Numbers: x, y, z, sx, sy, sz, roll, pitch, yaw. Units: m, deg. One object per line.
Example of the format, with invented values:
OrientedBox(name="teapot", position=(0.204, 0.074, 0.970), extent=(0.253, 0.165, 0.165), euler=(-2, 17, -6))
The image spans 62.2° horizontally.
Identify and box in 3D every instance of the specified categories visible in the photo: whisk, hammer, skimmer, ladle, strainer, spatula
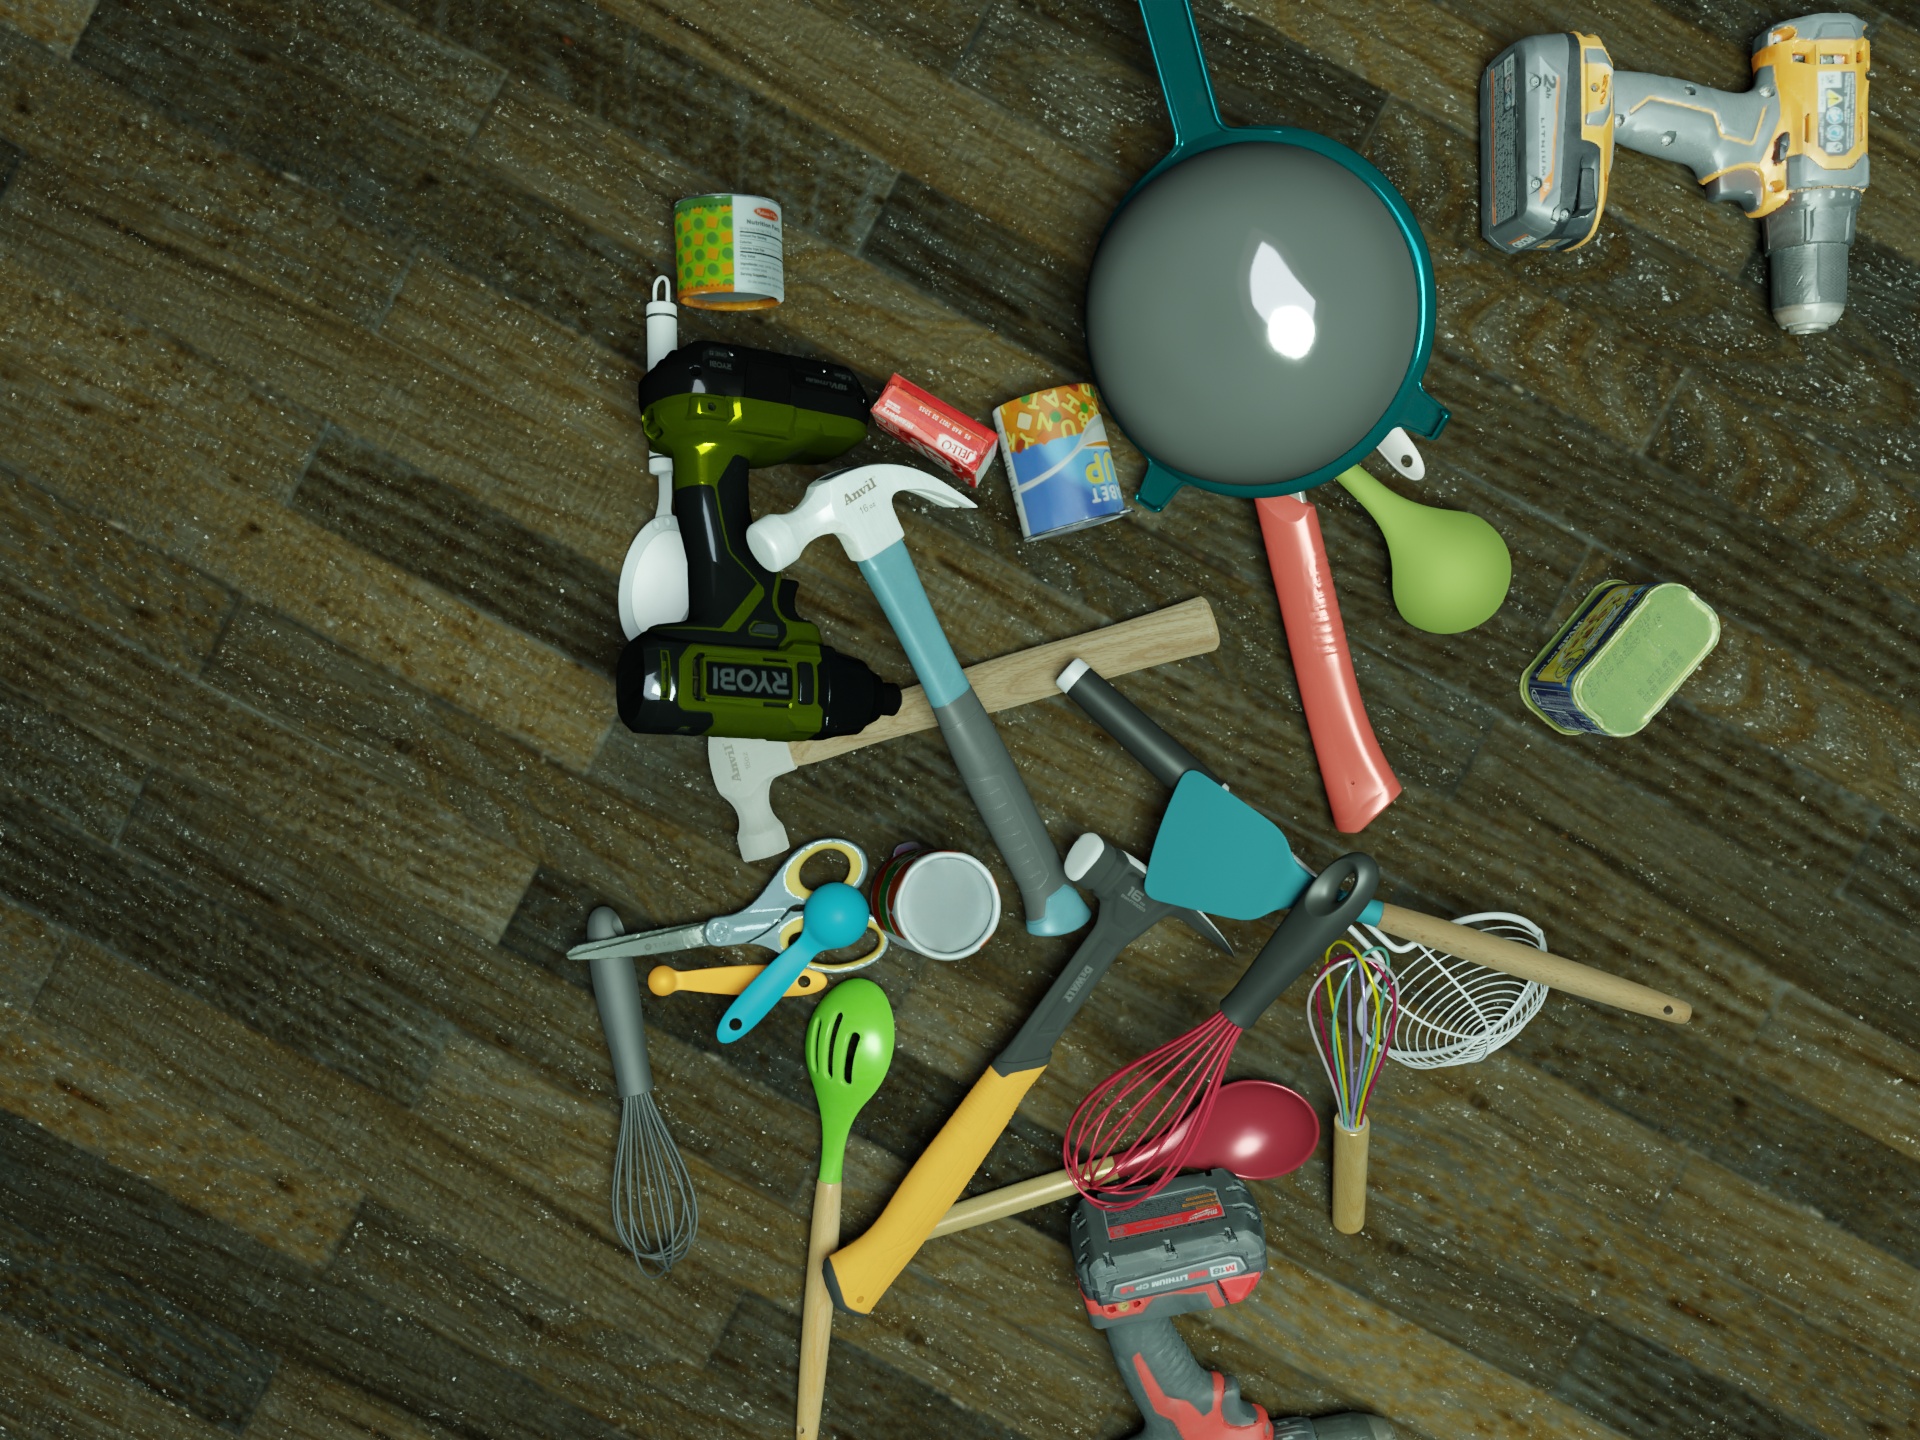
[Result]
OrientedBox(name="whisk", position=(0.237, 0.226, 0.967), extent=(0.047, 0.051, 0.244), euler=(20, 133, 34))
OrientedBox(name="hammer", position=(0.030, 0.236, 0.997), extent=(0.127, 0.034, 0.337), euler=(35, 93, -24))
OrientedBox(name="skimmer", position=(0.209, 0.082, 0.997), extent=(0.363, 0.090, 0.127), euler=(41, 112, 4))
OrientedBox(name="ladle", position=(0.076, 0.298, 1.028), extent=(0.315, 0.031, 0.069), euler=(-18, 97, 3))
OrientedBox(name="ladle", position=(0.217, -0.177, 1.001), extent=(0.320, 0.062, 0.078), euler=(44, 92, 5))
OrientedBox(name="strainer", position=(0.132, -0.284, 0.883), extent=(0.211, 0.095, 0.340), euler=(-11, 102, 31))
OrientedBox(name="spatula", position=(0.269, 0.118, 0.932), extent=(0.317, 0.044, 0.082), euler=(18, 97, 3))
OrientedBox(name="hammer", position=(0.198, -0.103, 0.983), extent=(0.149, 0.037, 0.359), euler=(-9, 102, 31))
OrientedBox(name="whisk", position=(-0.210, 0.237, 1.017), extent=(0.055, 0.055, 0.239), euler=(-11, 88, 1))
OrientedBox(name="hammer", position=(-0.002, -0.003, 0.954), extent=(0.128, 0.033, 0.330), euler=(-37, 114, -24))
OrientedBox(name="whisk", position=(0.152, 0.187, 0.938), extent=(0.073, 0.073, 0.295), euler=(33, 115, -1))
OrientedBox(name="hammer", position=(0.000, -0.019, 1.010), extent=(0.331, 0.031, 0.130), euler=(-17, 93, 1))
OrientedBox(name="strainer", position=(-0.184, -0.152, 1.000), extent=(0.087, 0.050, 0.258), euler=(-4, 87, 44))

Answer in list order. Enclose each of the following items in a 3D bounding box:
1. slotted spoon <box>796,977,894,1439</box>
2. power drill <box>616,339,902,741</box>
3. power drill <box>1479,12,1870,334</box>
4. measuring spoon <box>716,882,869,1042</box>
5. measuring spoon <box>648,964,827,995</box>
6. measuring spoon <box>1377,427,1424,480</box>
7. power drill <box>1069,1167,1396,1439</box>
OrientedBox(name="slotted spoon", position=(-0.085, 0.321, 1.025), extent=(0.070, 0.031, 0.314), euler=(11, 98, 37))
OrientedBox(name="power drill", position=(-0.115, -0.099, 0.946), extent=(0.171, 0.080, 0.223), euler=(3, 79, -31))
OrientedBox(name="power drill", position=(0.440, -0.328, 0.969), extent=(0.226, 0.084, 0.185), euler=(-3, 94, -4))
OrientedBox(name="measuring spoon", position=(-0.107, 0.156, 0.999), extent=(0.042, 0.021, 0.128), euler=(43, 87, -8))
OrientedBox(name="measuring spoon", position=(-0.145, 0.169, 1.030), extent=(0.117, 0.011, 0.021), euler=(0, 93, 0))
OrientedBox(name="measuring spoon", position=(0.251, -0.199, 1.009), extent=(0.034, 0.018, 0.124), euler=(-44, 99, -5))
OrientedBox(name="power drill", position=(0.169, 0.403, 0.998), extent=(0.188, 0.080, 0.226), euler=(-12, 103, 1))
